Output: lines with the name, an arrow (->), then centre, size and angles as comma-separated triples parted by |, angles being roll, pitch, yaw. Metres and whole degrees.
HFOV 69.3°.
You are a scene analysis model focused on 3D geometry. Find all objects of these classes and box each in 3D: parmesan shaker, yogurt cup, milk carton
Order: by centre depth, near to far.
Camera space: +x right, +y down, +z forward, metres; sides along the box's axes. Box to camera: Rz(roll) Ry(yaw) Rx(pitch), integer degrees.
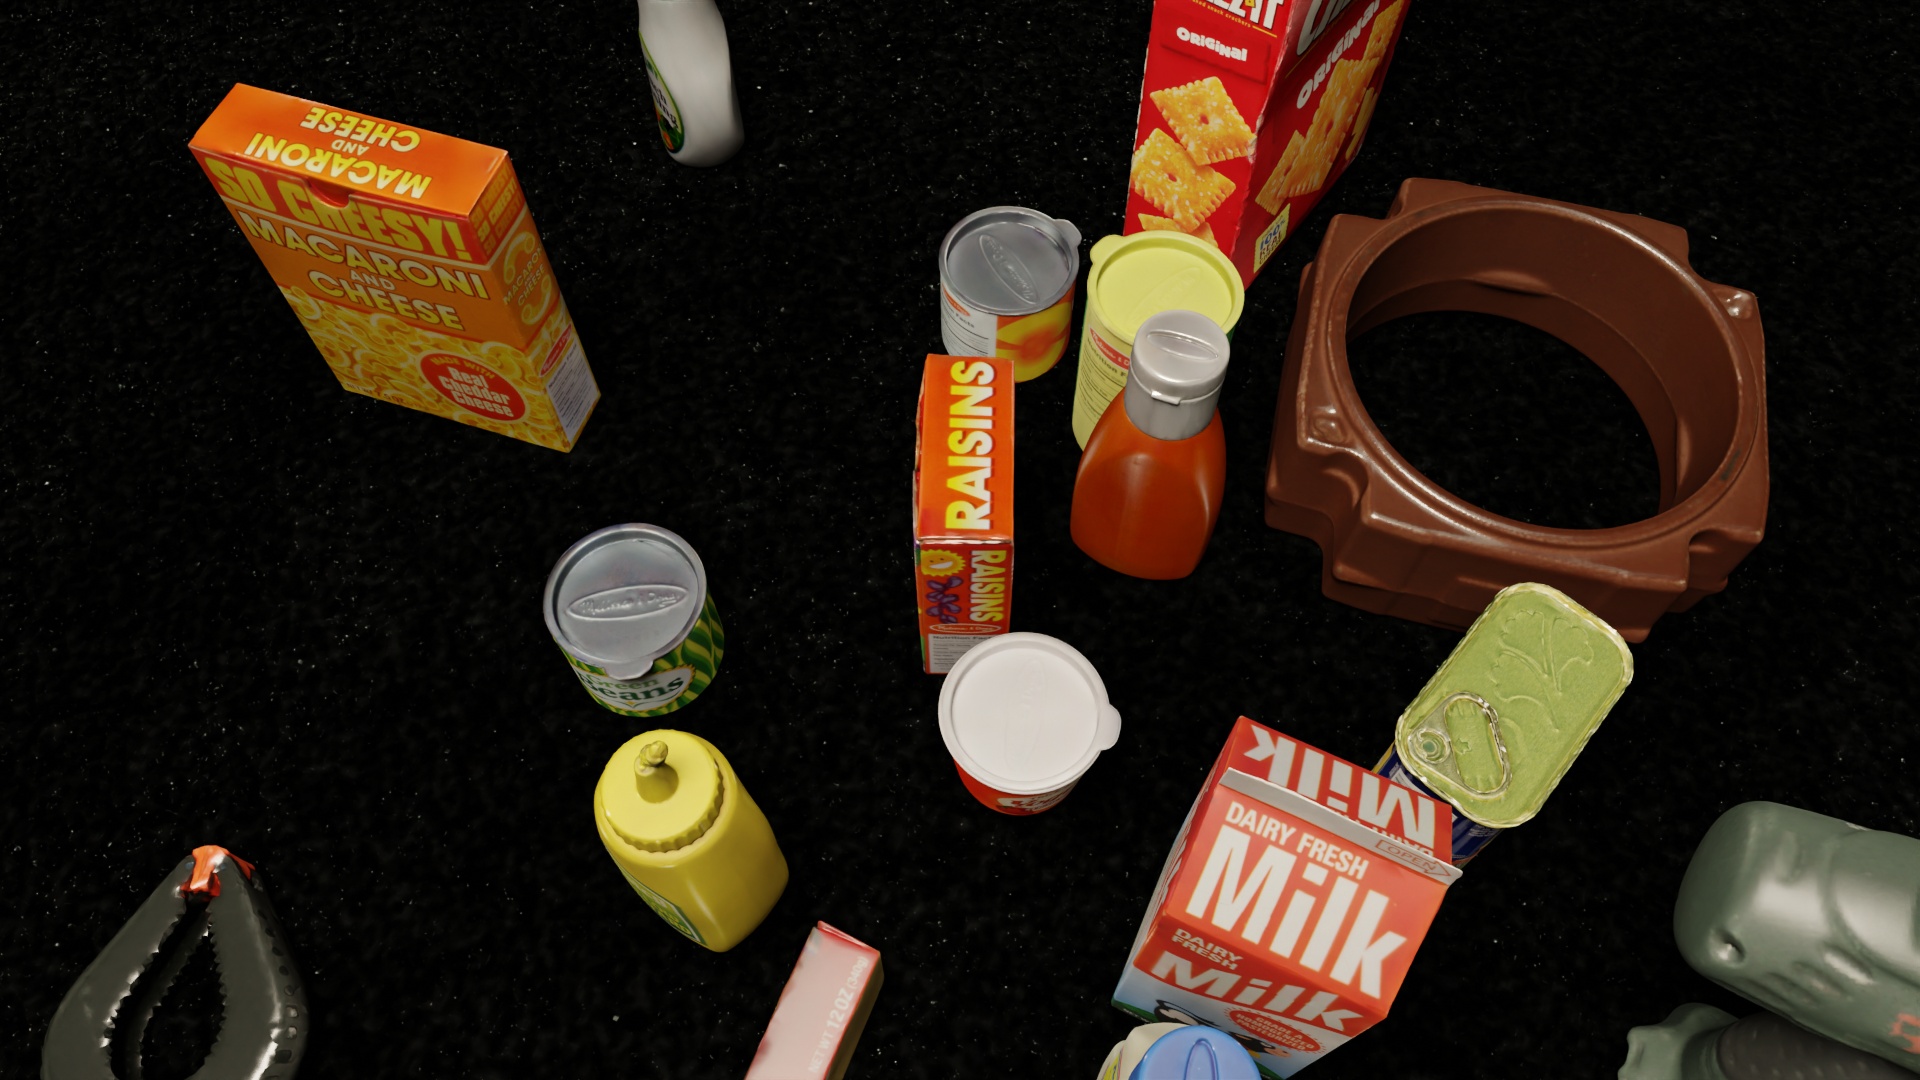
milk carton -> 0.106, 0.122, 0.469 | 0.072, 0.189, 0.074 | 22, 63, 11
yogurt cup -> 0.025, 0.079, 0.570 | 0.072, 0.053, 0.073 | 0, 61, 0
parmesan shaker -> 0.085, -0.084, 0.634 | 0.071, 0.102, 0.071 | 0, 61, 0

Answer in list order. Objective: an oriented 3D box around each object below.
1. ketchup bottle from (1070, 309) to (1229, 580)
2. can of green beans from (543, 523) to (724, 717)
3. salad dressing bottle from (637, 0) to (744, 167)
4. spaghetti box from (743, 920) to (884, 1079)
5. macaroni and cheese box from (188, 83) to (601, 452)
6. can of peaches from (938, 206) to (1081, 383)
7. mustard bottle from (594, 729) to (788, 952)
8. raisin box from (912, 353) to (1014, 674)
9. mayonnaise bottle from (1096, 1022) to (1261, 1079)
ketchup bottle -> 0.082, -0.036, 0.581 | 0.065, 0.148, 0.044 | 18, 63, 9
can of green beans -> -0.137, 0.035, 0.591 | 0.071, 0.057, 0.071 | 0, 61, 0
salad dressing bottle -> -0.141, -0.256, 0.703 | 0.044, 0.147, 0.064 | -20, 63, -11
spaghetti box -> -0.089, 0.256, 0.472 | 0.029, 0.050, 0.251 | 20, 63, 10
macaroni and cheese box -> -0.239, -0.112, 0.611 | 0.124, 0.165, 0.040 | 16, 62, 8
can of peaches -> 0.025, -0.120, 0.679 | 0.071, 0.057, 0.071 | 0, 61, 0
mustard bottle -> -0.100, 0.102, 0.496 | 0.065, 0.159, 0.049 | 35, 66, 17
raisin box -> 0.002, -0.007, 0.579 | 0.040, 0.122, 0.086 | 2, 61, 1
mayonnaise bottle -> 0.067, 0.189, 0.455 | 0.041, 0.147, 0.065 | 6, 61, 3
